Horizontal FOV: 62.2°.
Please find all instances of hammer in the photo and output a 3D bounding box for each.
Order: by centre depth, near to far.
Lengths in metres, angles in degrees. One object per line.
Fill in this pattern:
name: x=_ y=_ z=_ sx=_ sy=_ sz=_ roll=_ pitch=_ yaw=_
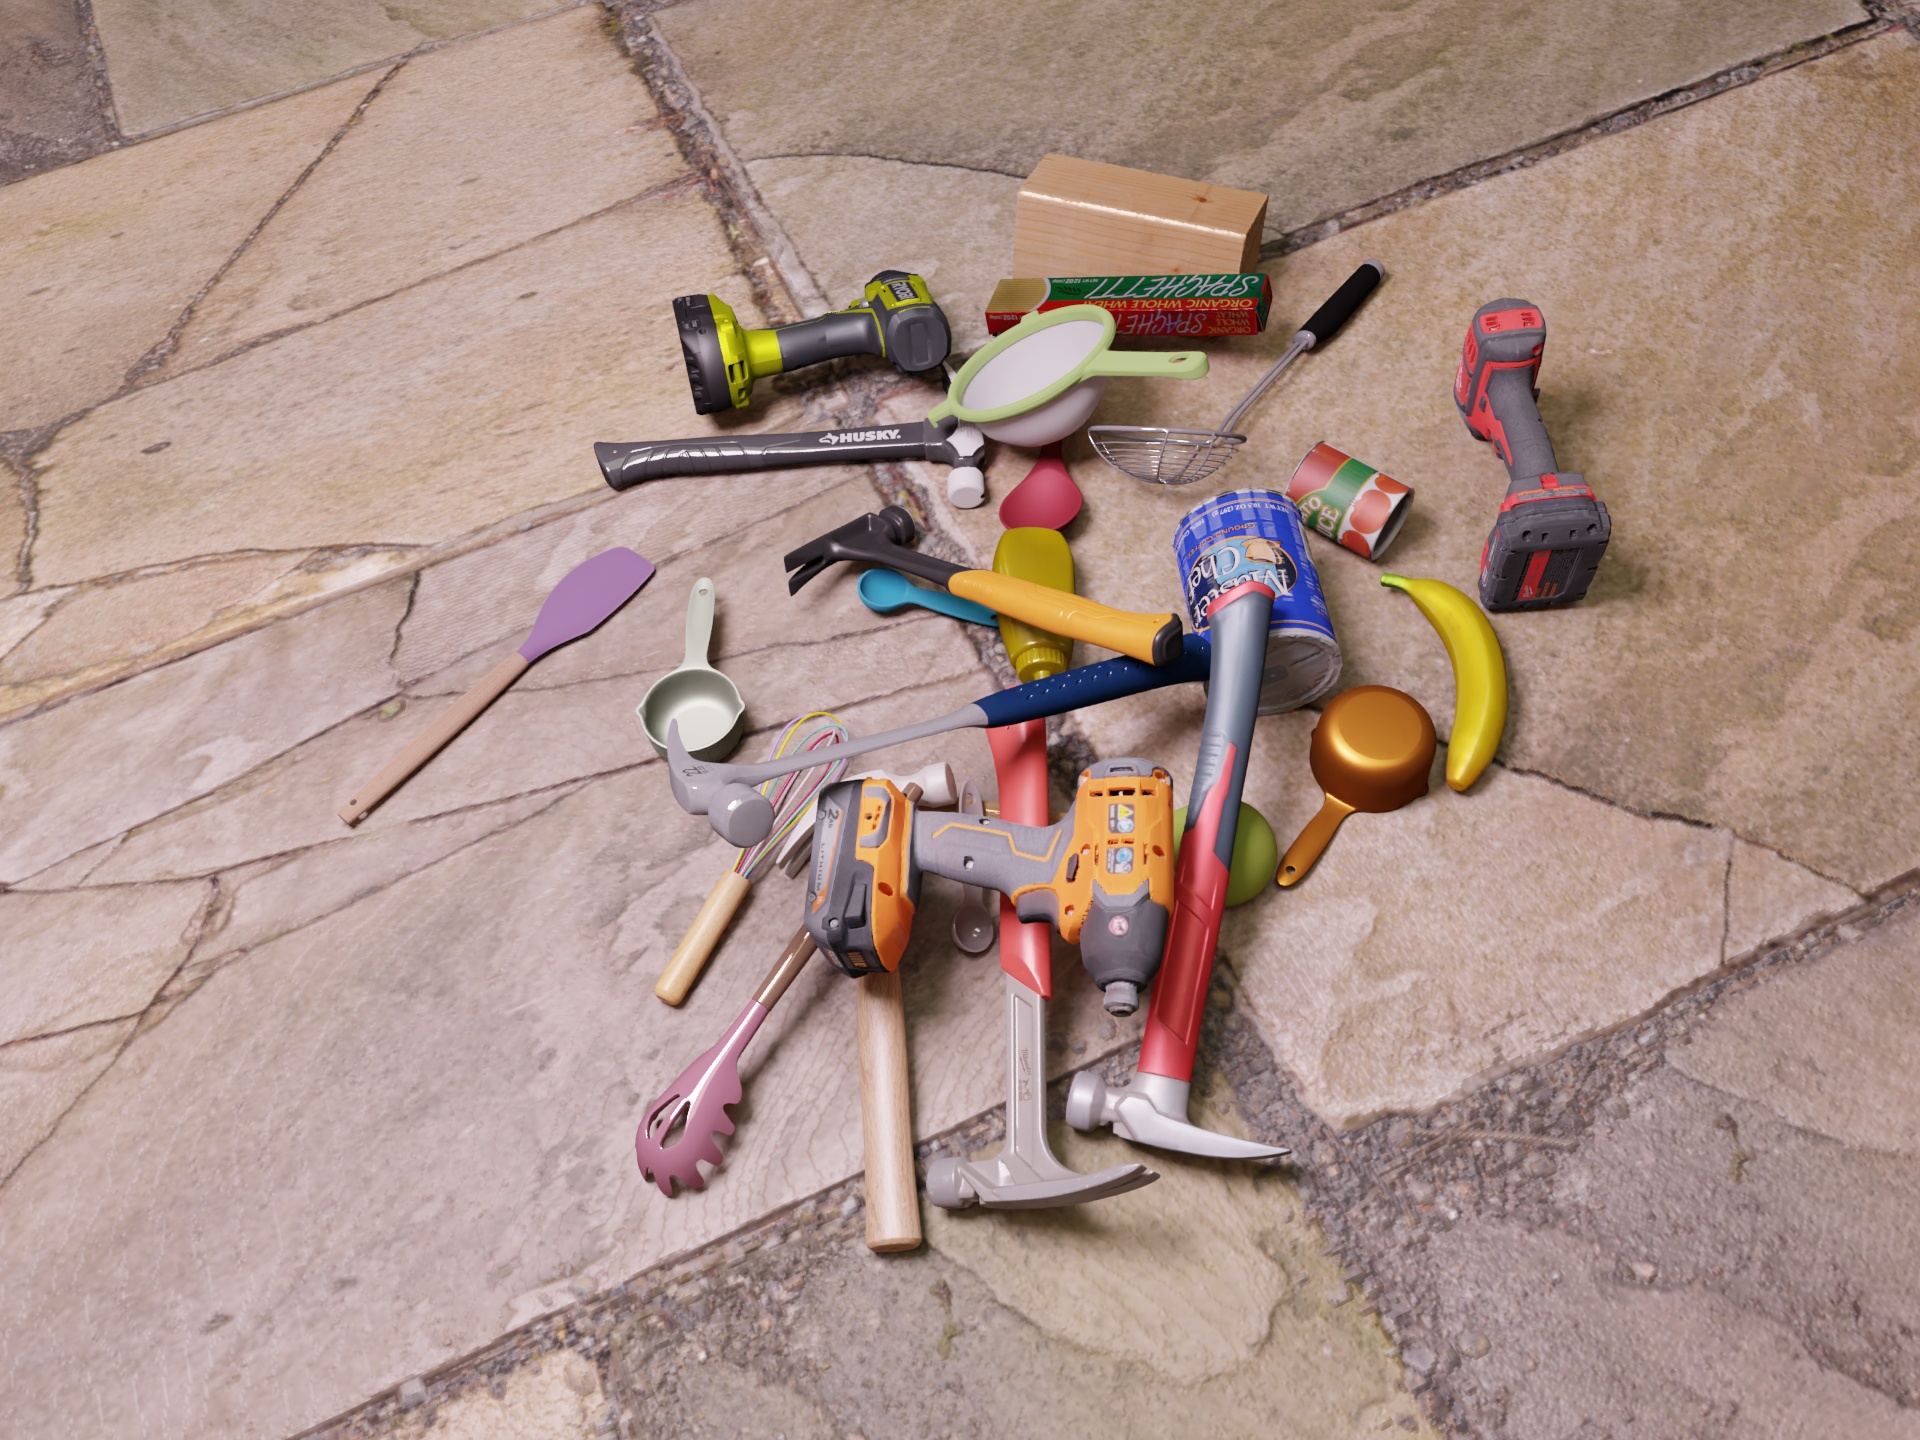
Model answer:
hammer: x=0.051 y=0.137 z=1.054 sx=0.149 sy=0.036 sz=0.359 roll=-15 pitch=57 yaw=27
hammer: x=-0.002 y=-0.003 z=1.056 sx=0.405 sy=0.035 sz=0.144 roll=-15 pitch=25 yaw=-30
hammer: x=0.178 y=0.091 z=1.057 sx=0.143 sy=0.038 sz=0.386 roll=9 pitch=74 yaw=16
hammer: x=-0.057 y=0.186 z=1.072 sx=0.130 sy=0.031 sz=0.332 roll=-12 pitch=60 yaw=11
hammer: x=0.019 y=-0.094 z=1.174 sx=0.337 sy=0.034 sz=0.127 roll=21 pitch=40 yaw=40
hammer: x=-0.147 y=-0.237 z=1.361 sx=0.335 sy=0.035 sz=0.146 roll=-4 pitch=58 yaw=2

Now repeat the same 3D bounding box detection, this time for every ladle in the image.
ladle: x=0.066 y=0.077 z=1.146 sx=0.320 sy=0.062 sz=0.078 roll=7 pitch=70 yaw=16
ladle: x=0.082 y=-0.270 z=1.372 sx=0.069 sy=0.031 sz=0.316 roll=0 pitch=55 yaw=14

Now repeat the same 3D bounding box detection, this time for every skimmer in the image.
skimmer: x=0.251 y=-0.314 z=1.351 sx=0.127 sy=0.090 sz=0.363 roll=11 pitch=50 yaw=49

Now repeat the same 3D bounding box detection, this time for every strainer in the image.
strainer: x=0.105 y=-0.264 z=1.273 sx=0.256 sy=0.069 sz=0.151 roll=14 pitch=55 yaw=47

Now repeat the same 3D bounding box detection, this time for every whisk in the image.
whisk: x=-0.146 y=0.097 z=1.143 sx=0.051 sy=0.047 sz=0.245 roll=16 pitch=63 yaw=28

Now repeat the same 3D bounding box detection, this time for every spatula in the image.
spatula: x=-0.366 y=-0.033 z=1.253 sx=0.060 sy=0.018 sz=0.316 roll=31 pitch=63 yaw=22

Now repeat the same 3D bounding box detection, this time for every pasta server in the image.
pasta server: x=-0.116 y=0.171 z=1.067 sx=0.060 sy=0.040 sz=0.316 roll=25 pitch=69 yaw=27

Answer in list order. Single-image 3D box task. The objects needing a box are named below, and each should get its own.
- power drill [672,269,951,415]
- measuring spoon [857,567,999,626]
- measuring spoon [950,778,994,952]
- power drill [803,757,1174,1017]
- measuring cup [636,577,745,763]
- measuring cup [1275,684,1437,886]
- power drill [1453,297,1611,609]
power drill: x=-0.132 y=-0.340 z=1.391 sx=0.223 sy=0.080 sz=0.171 roll=-12 pitch=33 yaw=-7
measuring spoon: x=-0.021 y=-0.089 z=1.271 sx=0.128 sy=0.021 sz=0.042 roll=15 pitch=52 yaw=3
measuring spoon: x=0.005 y=0.103 z=1.122 sx=0.034 sy=0.018 sz=0.124 roll=11 pitch=69 yaw=-33
power drill: x=0.022 y=0.109 z=1.004 sx=0.226 sy=0.084 sz=0.164 roll=-3 pitch=58 yaw=11
measuring cup: x=-0.202 y=-0.037 z=1.234 sx=0.083 sy=0.038 sz=0.168 roll=-2 pitch=55 yaw=2
measuring cup: x=0.276 y=0.045 z=1.137 sx=0.095 sy=0.052 sz=0.174 roll=31 pitch=62 yaw=21
power drill: x=0.435 y=-0.204 z=1.245 sx=0.078 sy=0.143 sz=0.220 roll=-5 pitch=63 yaw=5
